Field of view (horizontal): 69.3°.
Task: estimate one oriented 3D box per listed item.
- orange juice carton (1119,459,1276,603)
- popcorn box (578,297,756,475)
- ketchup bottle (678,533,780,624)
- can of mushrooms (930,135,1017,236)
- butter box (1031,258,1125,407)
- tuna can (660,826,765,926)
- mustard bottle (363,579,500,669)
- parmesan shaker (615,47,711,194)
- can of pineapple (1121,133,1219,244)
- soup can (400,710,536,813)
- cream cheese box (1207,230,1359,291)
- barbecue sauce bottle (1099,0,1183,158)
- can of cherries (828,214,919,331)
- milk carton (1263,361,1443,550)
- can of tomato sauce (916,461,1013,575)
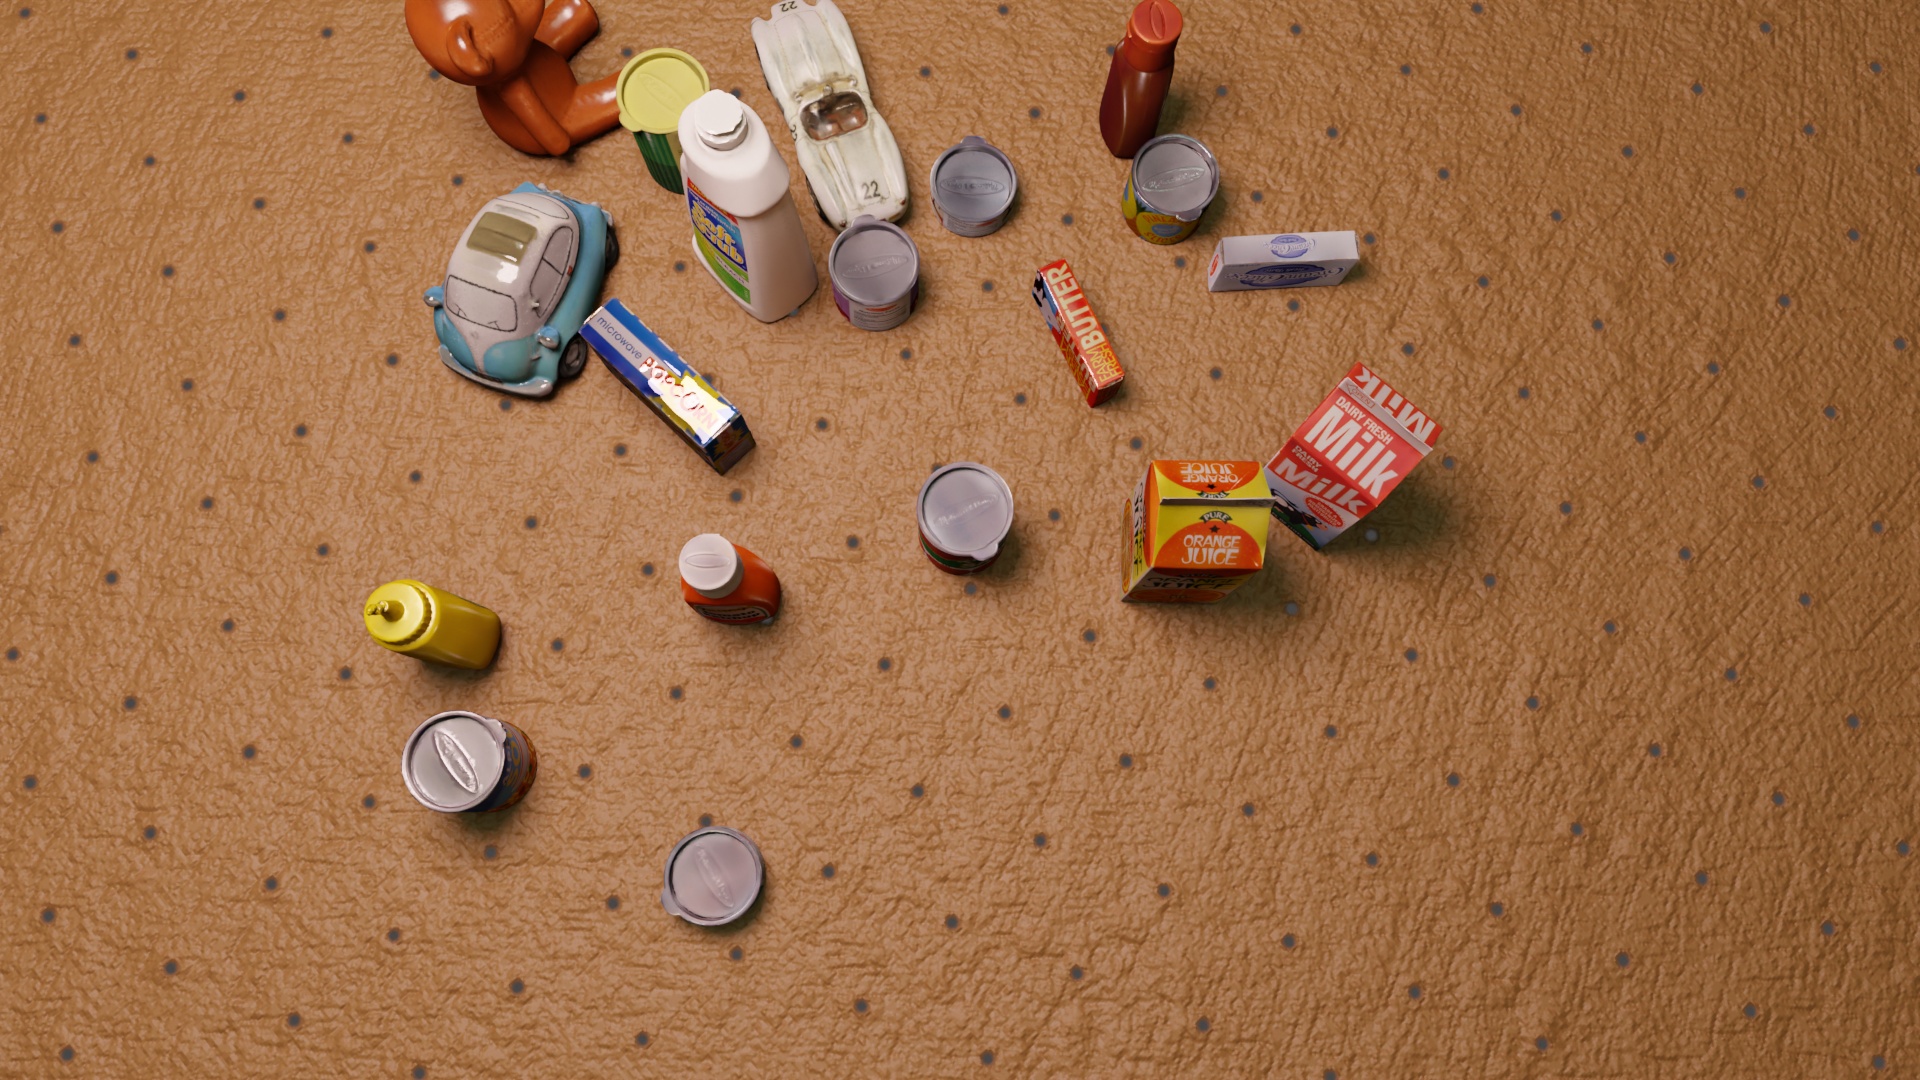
[{"bbox_3d":[0.154,-0.007,0.931,0.072,0.192,0.073,2,79,-1],"label":"orange juice carton"},{"bbox_3d":[-0.209,-0.109,0.997,0.127,0.085,0.038,42,81,7],"label":"popcorn box"},{"bbox_3d":[-0.160,0.026,0.938,0.065,0.148,0.043,1,79,-1],"label":"ketchup bottle"},{"bbox_3d":[0.010,-0.270,1.063,0.071,0.033,0.071,0,78,-1],"label":"can of mushrooms"},{"bbox_3d":[0.087,-0.153,1.031,0.024,0.053,0.103,-25,80,-6],"label":"butter box"},{"bbox_3d":[-0.170,0.231,0.954,0.071,0.032,0.071,0,78,-1],"label":"tuna can"},{"bbox_3d":[-0.355,0.054,0.921,0.065,0.160,0.049,12,79,1],"label":"mustard bottle"},{"bbox_3d":[-0.213,-0.306,1.029,0.071,0.103,0.071,0,79,-1],"label":"parmesan shaker"},{"bbox_3d":[0.158,-0.264,1.054,0.071,0.057,0.071,0,78,-1],"label":"can of pineapple"},{"bbox_3d":[-0.328,0.150,0.941,0.071,0.083,0.071,0,79,-1],"label":"soup can"},{"bbox_3d":[0.242,-0.210,1.047,0.104,0.053,0.024,-3,79,-2],"label":"cream cheese box"},{"bbox_3d":[0.132,-0.342,1.023,0.044,0.148,0.065,-6,79,-3],"label":"barbecue sauce bottle"},{"bbox_3d":[-0.063,-0.198,1.034,0.071,0.058,0.071,0,78,-1],"label":"can of cherries"},{"bbox_3d":[0.262,-0.059,0.946,0.072,0.190,0.073,41,81,6],"label":"milk carton"},{"bbox_3d":[0.004,-0.012,0.984,0.071,0.083,0.071,0,79,-1],"label":"can of tomato sauce"}]
